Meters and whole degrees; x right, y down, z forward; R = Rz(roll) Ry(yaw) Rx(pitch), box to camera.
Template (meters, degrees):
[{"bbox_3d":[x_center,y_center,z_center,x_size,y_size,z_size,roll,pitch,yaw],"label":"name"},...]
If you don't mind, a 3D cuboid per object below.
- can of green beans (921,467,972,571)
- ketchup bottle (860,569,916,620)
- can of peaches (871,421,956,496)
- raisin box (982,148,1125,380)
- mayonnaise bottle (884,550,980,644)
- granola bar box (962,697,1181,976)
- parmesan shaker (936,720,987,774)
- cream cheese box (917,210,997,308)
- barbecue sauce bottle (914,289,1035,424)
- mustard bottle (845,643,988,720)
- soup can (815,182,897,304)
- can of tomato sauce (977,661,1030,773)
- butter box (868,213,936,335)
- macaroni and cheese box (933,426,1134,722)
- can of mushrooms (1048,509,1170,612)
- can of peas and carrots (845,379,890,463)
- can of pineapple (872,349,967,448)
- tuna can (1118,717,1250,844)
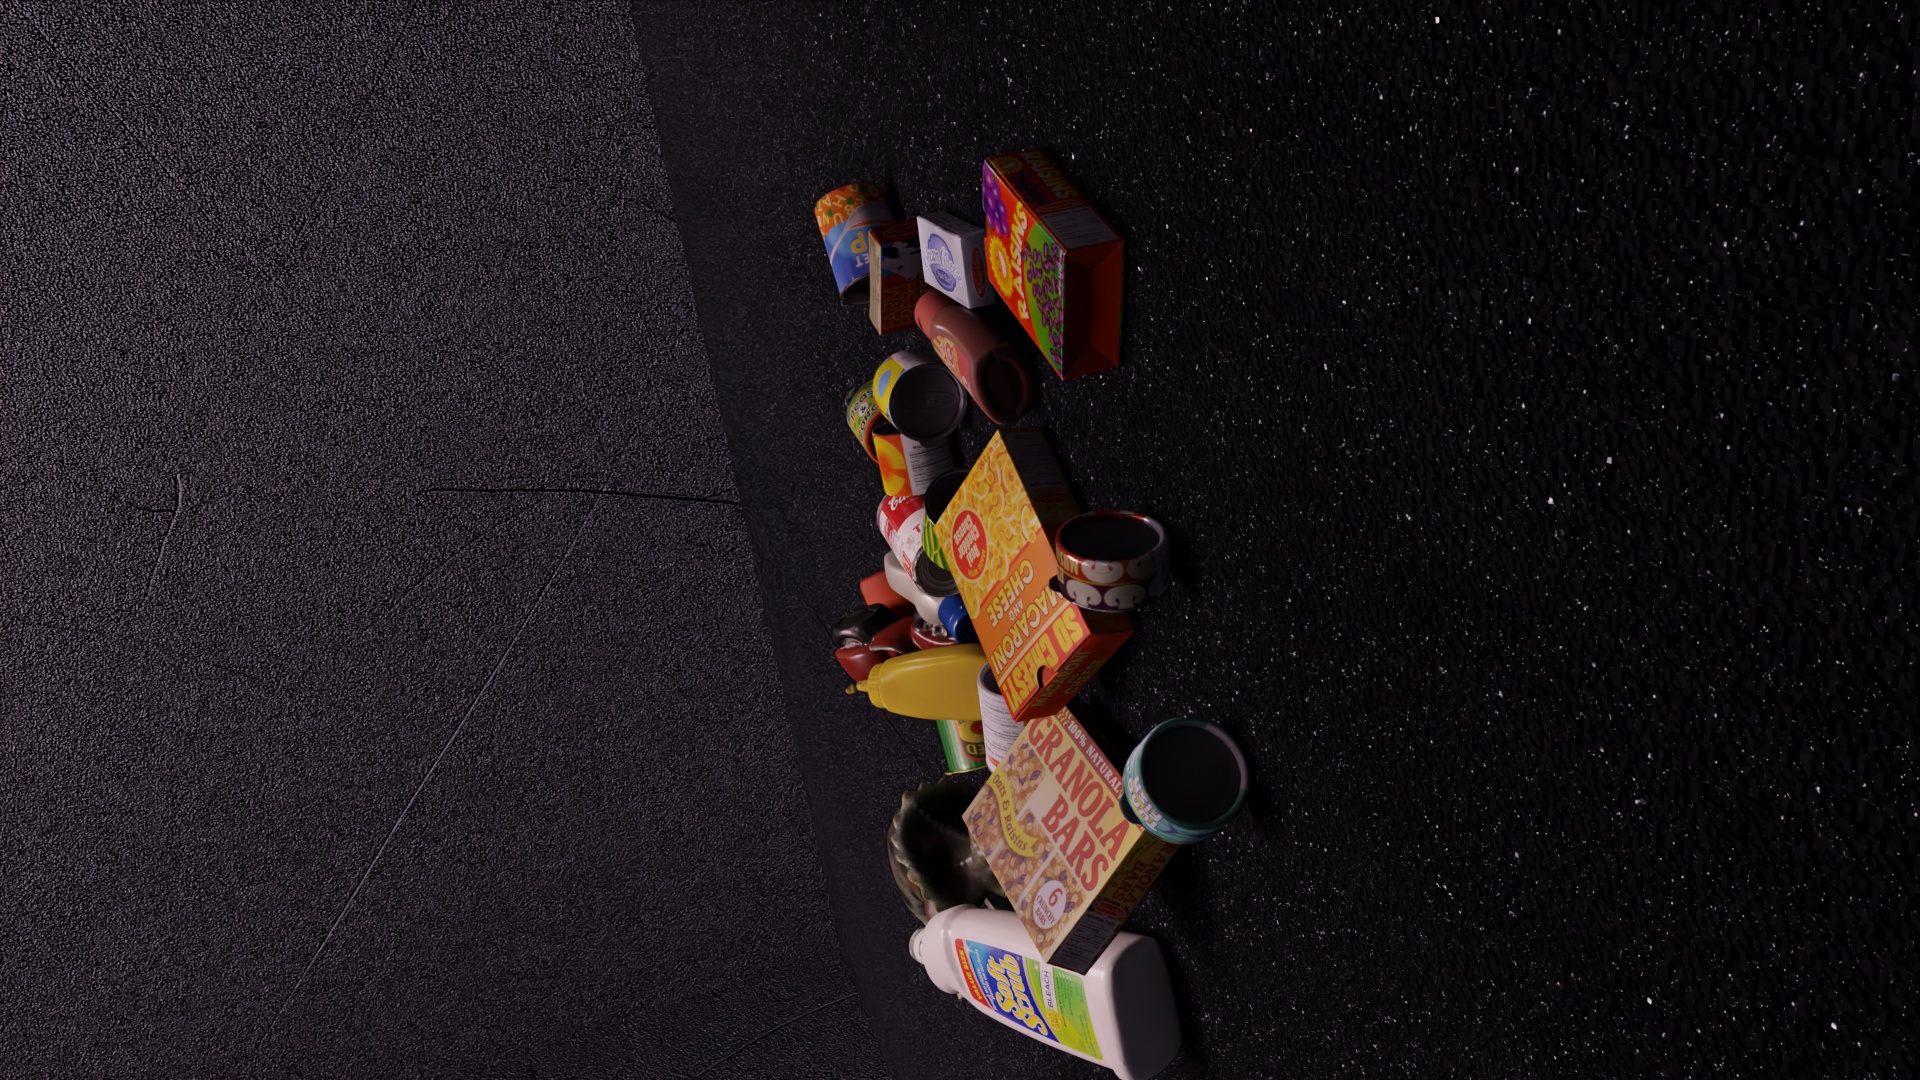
[{"bbox_3d":[0.002,-0.015,1.113,0.057,0.071,0.071,98,153,-59],"label":"can of green beans"},{"bbox_3d":[-0.048,0.098,1.451,0.043,0.065,0.149,3,-117,-84],"label":"ketchup bottle"},{"bbox_3d":[-0.040,-0.075,1.216,0.071,0.071,0.058,-146,42,-69],"label":"can of peaches"},{"bbox_3d":[0.052,-0.164,0.815,0.124,0.040,0.085,-118,18,-45],"label":"raisin box"},{"bbox_3d":[-0.018,0.047,1.276,0.148,0.065,0.041,-134,32,-56],"label":"mayonnaise bottle"},{"bbox_3d":[0.075,0.198,0.965,0.124,0.039,0.166,-56,30,10],"label":"granola bar box"},{"bbox_3d":[0.006,0.154,1.267,0.071,0.071,0.103,156,98,-76],"label":"parmesan shaker"},{"bbox_3d":[-0.003,-0.207,1.018,0.104,0.024,0.053,-133,32,-62],"label":"cream cheese box"},{"bbox_3d":[0.006,-0.141,1.006,0.064,0.044,0.149,66,174,-35],"label":"barbecue sauce bottle"},{"bbox_3d":[-0.029,0.125,1.218,0.049,0.160,0.065,-28,-68,-63],"label":"mustard bottle"},{"bbox_3d":[-0.081,-0.256,1.189,0.071,0.071,0.084,127,127,-73],"label":"soup can"},{"bbox_3d":[0.051,0.138,1.093,0.071,0.071,0.082,-128,27,-57],"label":"can of tomato sauce"},{"bbox_3d":[-0.046,-0.213,1.118,0.103,0.053,0.024,94,153,-55],"label":"butter box"},{"bbox_3d":[0.045,0.024,0.966,0.123,0.040,0.167,-56,48,47],"label":"macaroni and cheese box"},{"bbox_3d":[0.086,0.011,0.803,0.071,0.071,0.033,-127,28,-56],"label":"can of mushrooms"},{"bbox_3d":[-0.067,-0.109,1.276,0.059,0.071,0.070,-126,25,-53],"label":"can of peas and carrots"},{"bbox_3d":[-0.035,-0.118,1.145,0.058,0.071,0.070,-133,31,-64],"label":"can of pineapple"},{"bbox_3d":[0.125,0.136,0.781,0.032,0.071,0.071,107,145,-63],"label":"tuna can"}]
